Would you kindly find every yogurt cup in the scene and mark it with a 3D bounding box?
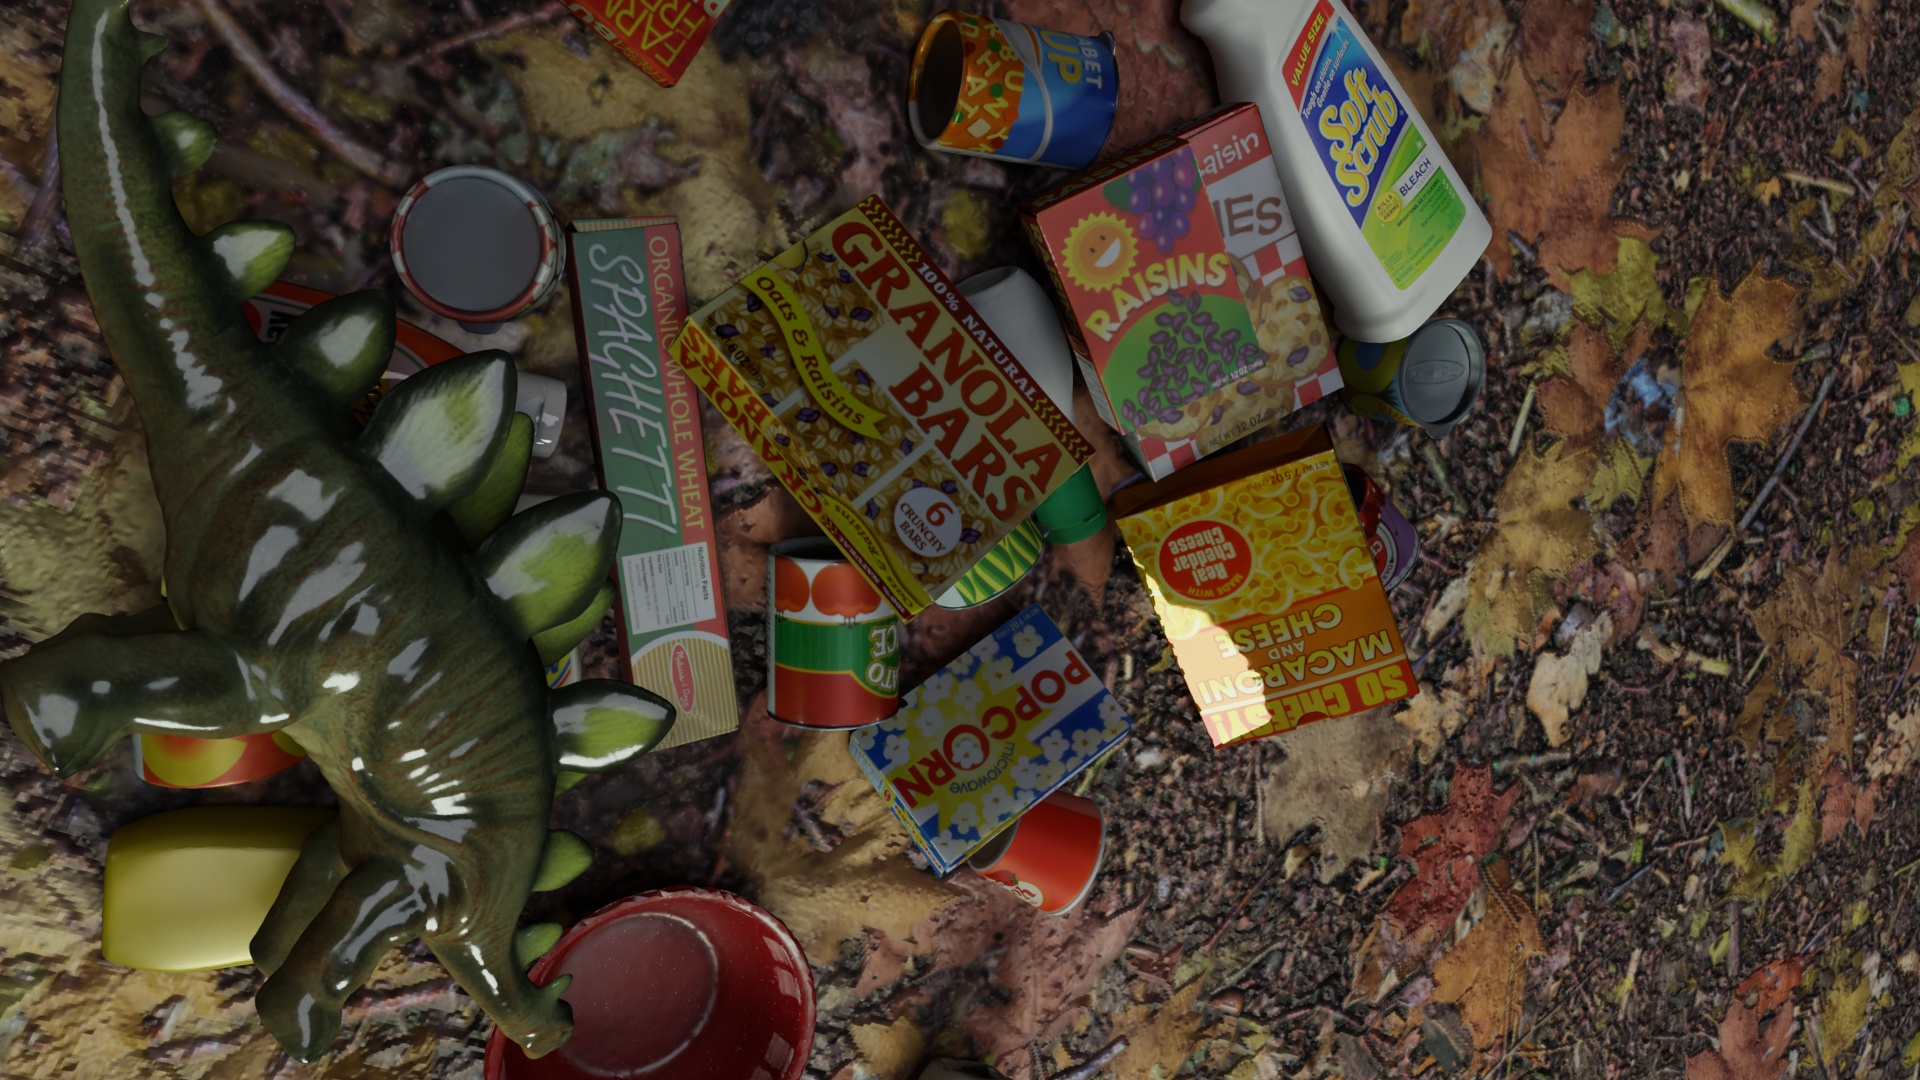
[{"bbox_3d":[0.040,0.166,0.768,0.054,0.072,0.072,27,88,-21],"label":"yogurt cup"}]

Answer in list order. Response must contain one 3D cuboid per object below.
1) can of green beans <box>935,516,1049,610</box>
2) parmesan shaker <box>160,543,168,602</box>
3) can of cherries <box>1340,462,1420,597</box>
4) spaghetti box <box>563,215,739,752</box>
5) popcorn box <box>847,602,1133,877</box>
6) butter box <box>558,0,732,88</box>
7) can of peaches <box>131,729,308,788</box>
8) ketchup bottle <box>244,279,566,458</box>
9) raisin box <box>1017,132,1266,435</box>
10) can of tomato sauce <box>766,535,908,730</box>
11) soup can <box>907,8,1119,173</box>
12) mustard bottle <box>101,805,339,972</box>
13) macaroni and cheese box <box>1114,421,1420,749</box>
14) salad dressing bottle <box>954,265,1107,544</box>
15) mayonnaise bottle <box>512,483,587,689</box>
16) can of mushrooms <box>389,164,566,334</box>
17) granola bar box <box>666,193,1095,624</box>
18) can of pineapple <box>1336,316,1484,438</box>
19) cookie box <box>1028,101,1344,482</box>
[{"bbox_3d":[0.001,-0.007,0.710,0.071,0.071,0.057,-39,115,-15],"label":"can of green beans"},{"bbox_3d":[-0.266,-0.005,0.572,0.103,0.071,0.071,8,97,-28],"label":"parmesan shaker"},{"bbox_3d":[0.230,-0.003,0.826,0.058,0.071,0.071,42,81,-28],"label":"can of cherries"},{"bbox_3d":[-0.144,-0.025,0.652,0.050,0.029,0.249,-11,105,-25],"label":"spaghetti box"},{"bbox_3d":[0.016,0.103,0.732,0.127,0.038,0.085,-34,76,-17],"label":"popcorn box"},{"bbox_3d":[-0.153,-0.251,0.603,0.103,0.024,0.053,37,82,-28],"label":"butter box"},{"bbox_3d":[-0.300,0.062,0.568,0.071,0.071,0.058,-4,103,-27],"label":"can of peaches"},{"bbox_3d":[-0.244,-0.067,0.584,0.149,0.043,0.064,11,91,-29],"label":"ketchup bottle"},{"bbox_3d":[0.092,-0.128,0.697,0.086,0.040,0.123,-26,114,-2],"label":"raisin box"},{"bbox_3d":[-0.061,0.044,0.687,0.071,0.071,0.083,-4,102,-26],"label":"can of tomato sauce"},{"bbox_3d":[0.026,-0.221,0.676,0.084,0.071,0.071,1,100,-27],"label":"soup can"},{"bbox_3d":[-0.280,0.149,0.607,0.160,0.049,0.065,4,99,-29],"label":"mustard bottle"},{"bbox_3d":[0.174,0.031,0.786,0.123,0.040,0.166,-19,113,17],"label":"macaroni and cheese box"},{"bbox_3d":[0.037,-0.068,0.729,0.064,0.044,0.147,-34,115,-24],"label":"salad dressing bottle"},{"bbox_3d":[-0.200,0.049,0.631,0.065,0.041,0.147,4,98,-28],"label":"mayonnaise bottle"},{"bbox_3d":[-0.203,-0.122,0.587,0.071,0.033,0.071,-1,99,-7],"label":"can of mushrooms"},{"bbox_3d":[-0.033,-0.064,0.642,0.165,0.039,0.125,49,58,-2],"label":"granola bar box"},{"bbox_3d":[0.268,-0.101,0.832,0.071,0.058,0.071,-6,103,-26],"label":"can of pineapple"},{"bbox_3d":[0.124,-0.133,0.748,0.123,0.040,0.167,-27,112,-7],"label":"cookie box"}]
